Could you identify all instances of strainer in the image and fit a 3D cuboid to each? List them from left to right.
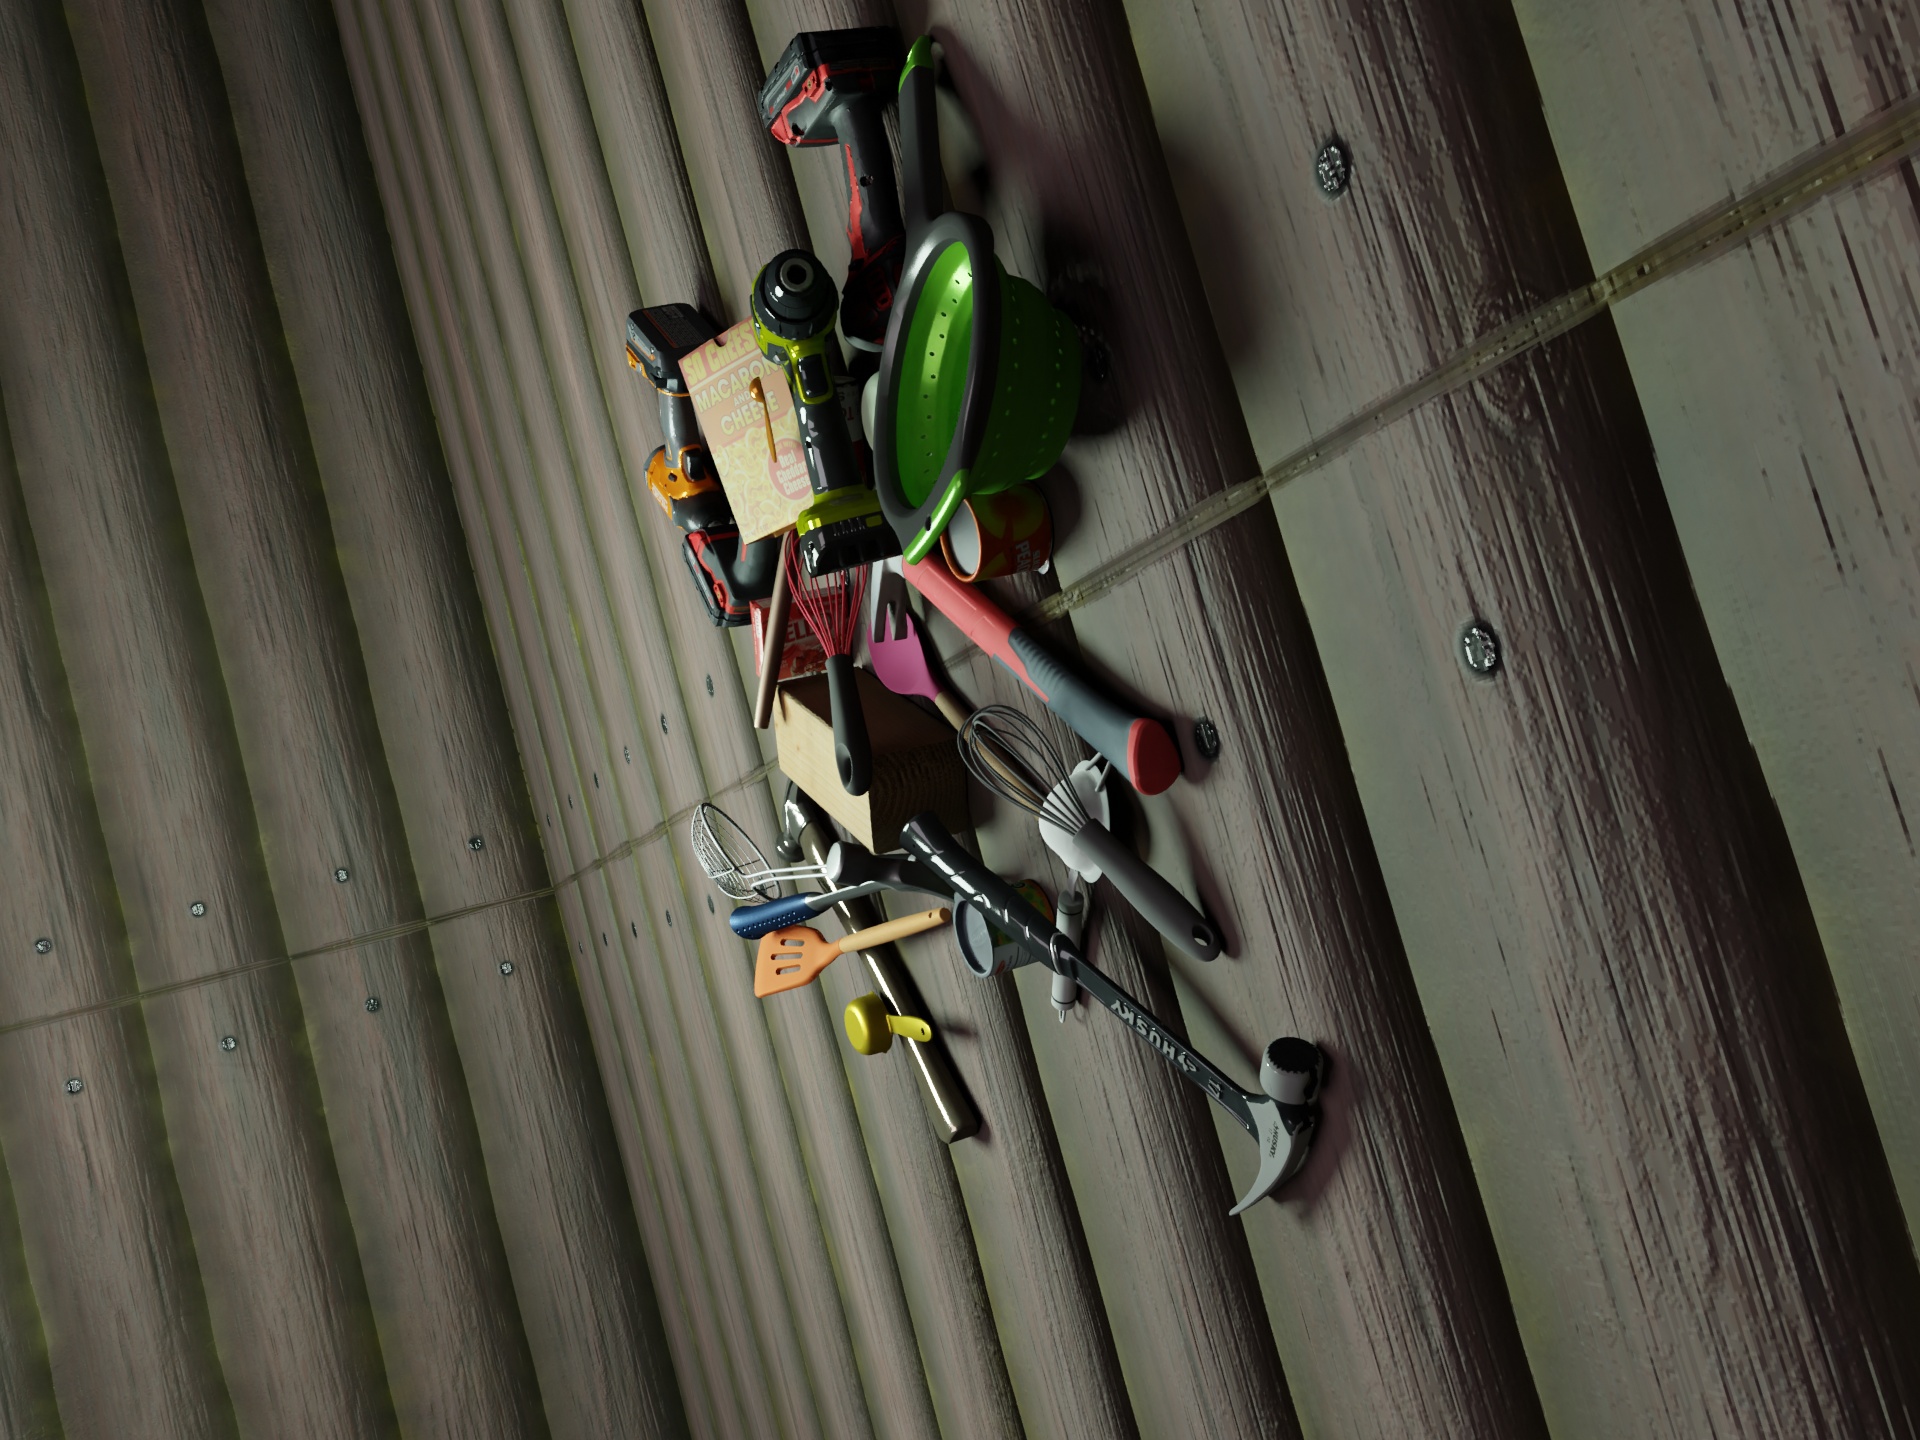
[{"bbox_3d":[0.079,0.128,1.160,0.087,0.050,0.258,-113,19,-53],"label":"strainer"}]

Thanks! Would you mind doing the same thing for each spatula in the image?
[{"bbox_3d":[-0.105,0.207,1.503,0.322,0.041,0.081,-26,51,54],"label":"spatula"}]

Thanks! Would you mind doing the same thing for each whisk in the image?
[{"bbox_3d":[-0.102,-0.064,1.318,0.073,0.073,0.296,113,153,-51],"label":"whisk"},{"bbox_3d":[0.086,0.074,1.065,0.239,0.055,0.055,45,143,21],"label":"whisk"}]

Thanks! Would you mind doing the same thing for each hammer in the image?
[{"bbox_3d":[-0.119,0.165,1.440,0.405,0.144,0.035,-25,54,61],"label":"hammer"},{"bbox_3d":[-0.084,0.223,1.549,0.411,0.038,0.146,58,148,34],"label":"hammer"},{"bbox_3d":[0.033,-0.043,1.164,0.387,0.038,0.143,45,137,47],"label":"hammer"},{"bbox_3d":[0.085,0.177,1.108,0.409,0.036,0.149,36,136,42],"label":"hammer"}]

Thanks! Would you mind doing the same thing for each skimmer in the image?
[{"bbox_3d":[-0.139,0.122,1.528,0.363,0.090,0.127,-9,129,48],"label":"skimmer"}]

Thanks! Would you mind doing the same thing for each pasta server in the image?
[{"bbox_3d":[-0.157,-0.149,1.413,0.040,0.060,0.316,13,96,32],"label":"pasta server"}]

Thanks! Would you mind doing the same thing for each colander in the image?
[{"bbox_3d":[0.013,-0.292,1.060,0.204,0.094,0.397,132,139,-59],"label":"colander"}]

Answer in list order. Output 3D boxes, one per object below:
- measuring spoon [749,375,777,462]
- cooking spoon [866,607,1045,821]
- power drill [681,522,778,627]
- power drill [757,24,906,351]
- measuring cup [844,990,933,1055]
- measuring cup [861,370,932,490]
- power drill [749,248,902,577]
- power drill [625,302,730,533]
[{"bbox_3d":[-0.151,-0.228,1.221,0.116,0.011,0.021,92,165,-71],"label":"measuring spoon"},{"bbox_3d":[-0.002,-0.004,1.287,0.319,0.017,0.068,49,127,45],"label":"cooking spoon"},{"bbox_3d":[-0.212,-0.221,1.557,0.188,0.080,0.226,63,149,27],"label":"power drill"},{"bbox_3d":[-0.077,-0.390,1.195,0.143,0.078,0.219,-14,92,65],"label":"power drill"},{"bbox_3d":[-0.068,0.286,1.473,0.156,0.029,0.062,-14,88,64],"label":"measuring cup"},{"bbox_3d":[-0.064,-0.217,1.288,0.083,0.038,0.167,66,151,23],"label":"measuring cup"},{"bbox_3d":[-0.101,-0.226,1.164,0.190,0.080,0.228,-157,52,-82],"label":"power drill"},{"bbox_3d":[-0.286,-0.302,1.668,0.164,0.084,0.226,50,148,43],"label":"power drill"}]
